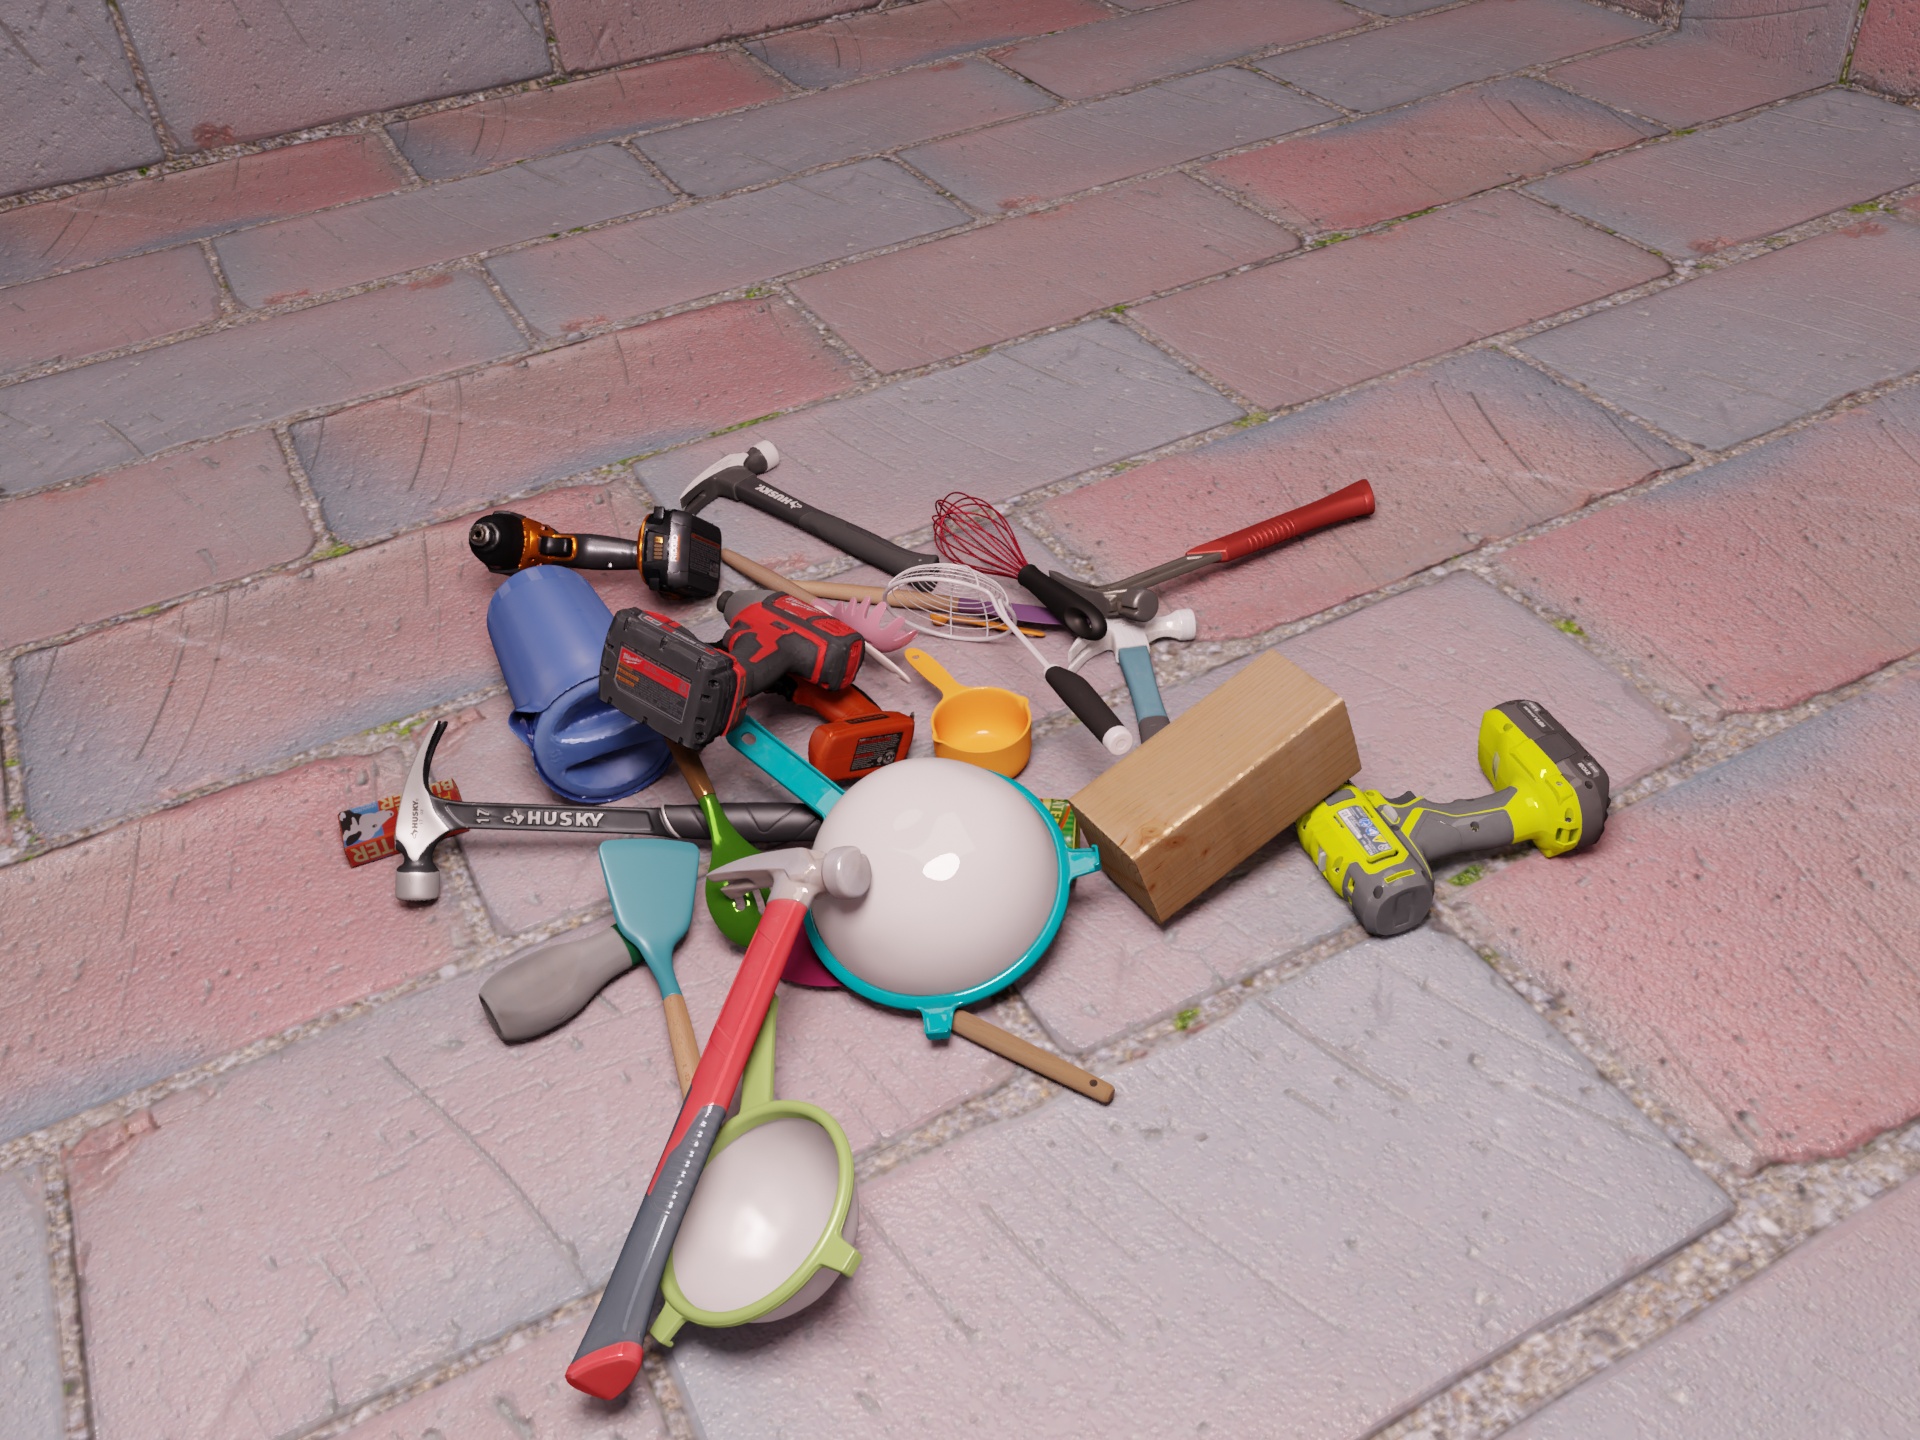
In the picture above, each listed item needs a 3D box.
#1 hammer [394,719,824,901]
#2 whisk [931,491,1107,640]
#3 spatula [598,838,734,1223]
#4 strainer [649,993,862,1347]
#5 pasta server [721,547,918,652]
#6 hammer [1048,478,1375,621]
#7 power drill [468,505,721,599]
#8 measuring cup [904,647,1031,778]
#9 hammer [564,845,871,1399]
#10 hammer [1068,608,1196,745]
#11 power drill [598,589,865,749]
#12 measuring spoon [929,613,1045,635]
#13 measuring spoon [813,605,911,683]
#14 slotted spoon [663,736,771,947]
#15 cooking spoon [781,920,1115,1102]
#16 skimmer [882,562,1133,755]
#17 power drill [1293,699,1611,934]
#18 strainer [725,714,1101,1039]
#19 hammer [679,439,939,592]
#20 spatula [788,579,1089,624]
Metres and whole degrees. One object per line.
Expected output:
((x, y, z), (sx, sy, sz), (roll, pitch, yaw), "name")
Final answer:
((-0.259, 0.078, 1.316), (0.409, 0.149, 0.036), (1, -1, -2), "hammer")
((0.055, -0.150, 1.558), (0.073, 0.073, 0.296), (-24, 40, -21), "whisk")
((-0.204, 0.219, 1.163), (0.082, 0.044, 0.318), (5, 42, -30), "spatula")
((-0.122, 0.292, 1.062), (0.151, 0.069, 0.257), (-27, 37, 16), "strainer")
((-0.150, -0.126, 1.557), (0.040, 0.060, 0.316), (-53, 43, -7), "pasta server")
((0.268, -0.176, 1.589), (0.359, 0.036, 0.149), (-22, 24, -25), "hammer")
((-0.366, -0.170, 1.575), (0.226, 0.084, 0.164), (3, -1, 8), "power drill")
((-0.002, -0.005, 1.420), (0.095, 0.052, 0.174), (-24, 42, -21), "measuring cup")
((-0.179, 0.251, 1.064), (0.143, 0.038, 0.387), (-11, 44, 36), "hammer")
((0.174, 0.011, 1.397), (0.128, 0.033, 0.331), (-6, 41, -3), "hammer")
((-0.190, -0.058, 1.319), (0.143, 0.078, 0.219), (28, 26, 20), "power drill")
((0.025, -0.090, 1.548), (0.117, 0.011, 0.021), (10, 13, 14), "measuring spoon")
((-0.094, -0.064, 1.450), (0.124, 0.034, 0.018), (36, 74, 23), "measuring spoon")
((-0.218, 0.042, 1.288), (0.070, 0.031, 0.314), (-16, 64, -30), "slotted spoon")
((-0.026, 0.214, 1.191), (0.319, 0.017, 0.069), (21, 53, 27), "cooking spoon")
((0.040, -0.044, 1.381), (0.090, 0.127, 0.364), (-54, 36, 12), "skimmer")
((0.380, 0.063, 1.285), (0.228, 0.080, 0.191), (-17, 42, -10), "power drill")
((-0.073, 0.070, 1.223), (0.341, 0.095, 0.211), (35, 70, 27), "strainer")
((-0.153, -0.206, 1.683), (0.335, 0.035, 0.146), (29, 50, 33), "hammer")
((-0.026, -0.117, 1.573), (0.316, 0.018, 0.060), (8, 18, 16), "spatula")
